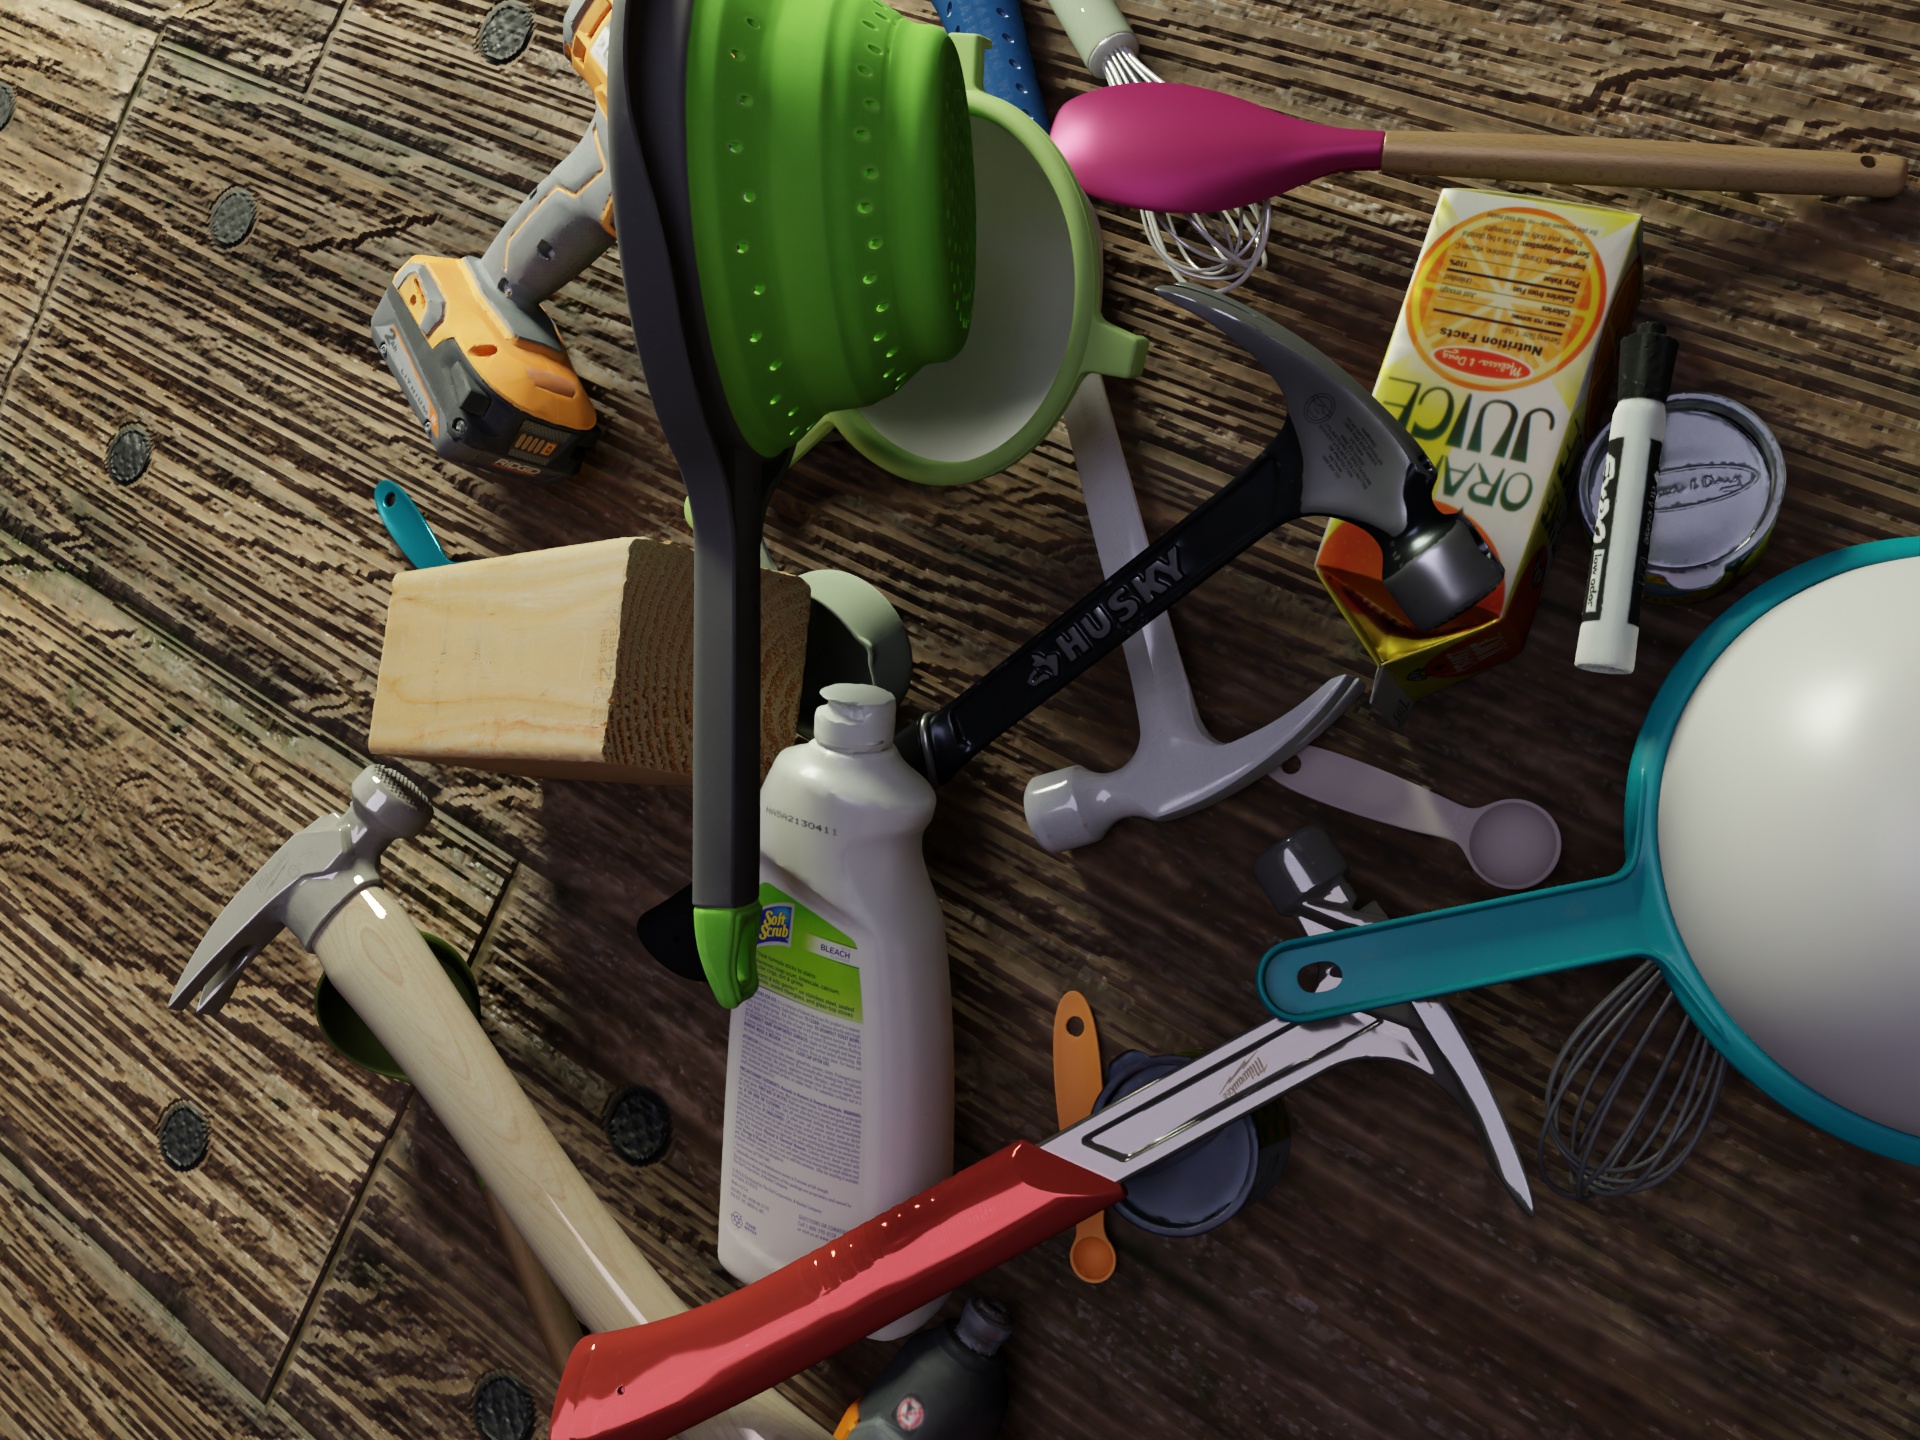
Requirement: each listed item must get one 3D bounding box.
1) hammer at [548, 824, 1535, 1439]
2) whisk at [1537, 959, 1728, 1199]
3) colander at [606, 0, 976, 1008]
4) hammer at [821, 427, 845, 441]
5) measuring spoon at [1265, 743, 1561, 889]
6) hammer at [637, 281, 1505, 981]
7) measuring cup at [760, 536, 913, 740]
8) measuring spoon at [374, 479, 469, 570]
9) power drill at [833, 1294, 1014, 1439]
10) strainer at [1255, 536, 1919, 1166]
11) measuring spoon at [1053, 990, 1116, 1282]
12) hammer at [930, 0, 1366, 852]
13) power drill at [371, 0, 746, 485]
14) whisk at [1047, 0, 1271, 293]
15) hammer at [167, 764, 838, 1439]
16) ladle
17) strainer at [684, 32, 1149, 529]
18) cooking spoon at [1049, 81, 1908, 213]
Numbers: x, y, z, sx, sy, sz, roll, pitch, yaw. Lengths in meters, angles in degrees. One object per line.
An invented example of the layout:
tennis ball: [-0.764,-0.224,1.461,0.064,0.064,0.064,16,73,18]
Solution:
hammer: [0.013,0.187,0.572,0.359,0.036,0.149,-30,70,6]
whisk: [0.270,0.063,0.558,0.055,0.055,0.239,28,90,24]
colander: [-0.045,-0.099,0.555,0.094,0.204,0.397,0,90,7]
hammer: [-0.105,-0.287,0.777,0.128,0.033,0.331,-26,73,19]
measuring spoon: [0.174,0.034,0.623,0.124,0.018,0.034,22,87,31]
hammer: [-0.001,-0.002,0.631,0.409,0.036,0.149,-37,88,31]
measuring cup: [-0.074,-0.070,0.695,0.083,0.038,0.167,-15,103,45]
measuring spoon: [-0.274,-0.086,0.835,0.042,0.021,0.129,-49,58,10]
power drill: [0.037,0.341,0.602,0.227,0.084,0.164,30,95,28]
strainer: [0.261,0.046,0.489,0.340,0.095,0.211,-12,77,4]
measuring spoon: [0.052,0.171,0.658,0.021,0.011,0.117,-9,75,22]
hammer: [0.054,-0.157,0.686,0.144,0.035,0.406,-19,75,23]
power drill: [-0.166,-0.214,0.744,0.226,0.084,0.185,-47,62,22]
whisk: [0.071,-0.285,0.694,0.059,0.057,0.246,-46,60,44]
hammer: [-0.184,0.201,0.668,0.146,0.038,0.411,-47,66,0]
ladle: [-0.212,0.241,0.738,0.078,0.062,0.320,-33,74,10]
strainer: [-0.026,-0.151,0.680,0.256,0.069,0.151,-33,79,40]
cooking spoon: [0.190,-0.220,0.615,0.319,0.017,0.069,8,66,13]
